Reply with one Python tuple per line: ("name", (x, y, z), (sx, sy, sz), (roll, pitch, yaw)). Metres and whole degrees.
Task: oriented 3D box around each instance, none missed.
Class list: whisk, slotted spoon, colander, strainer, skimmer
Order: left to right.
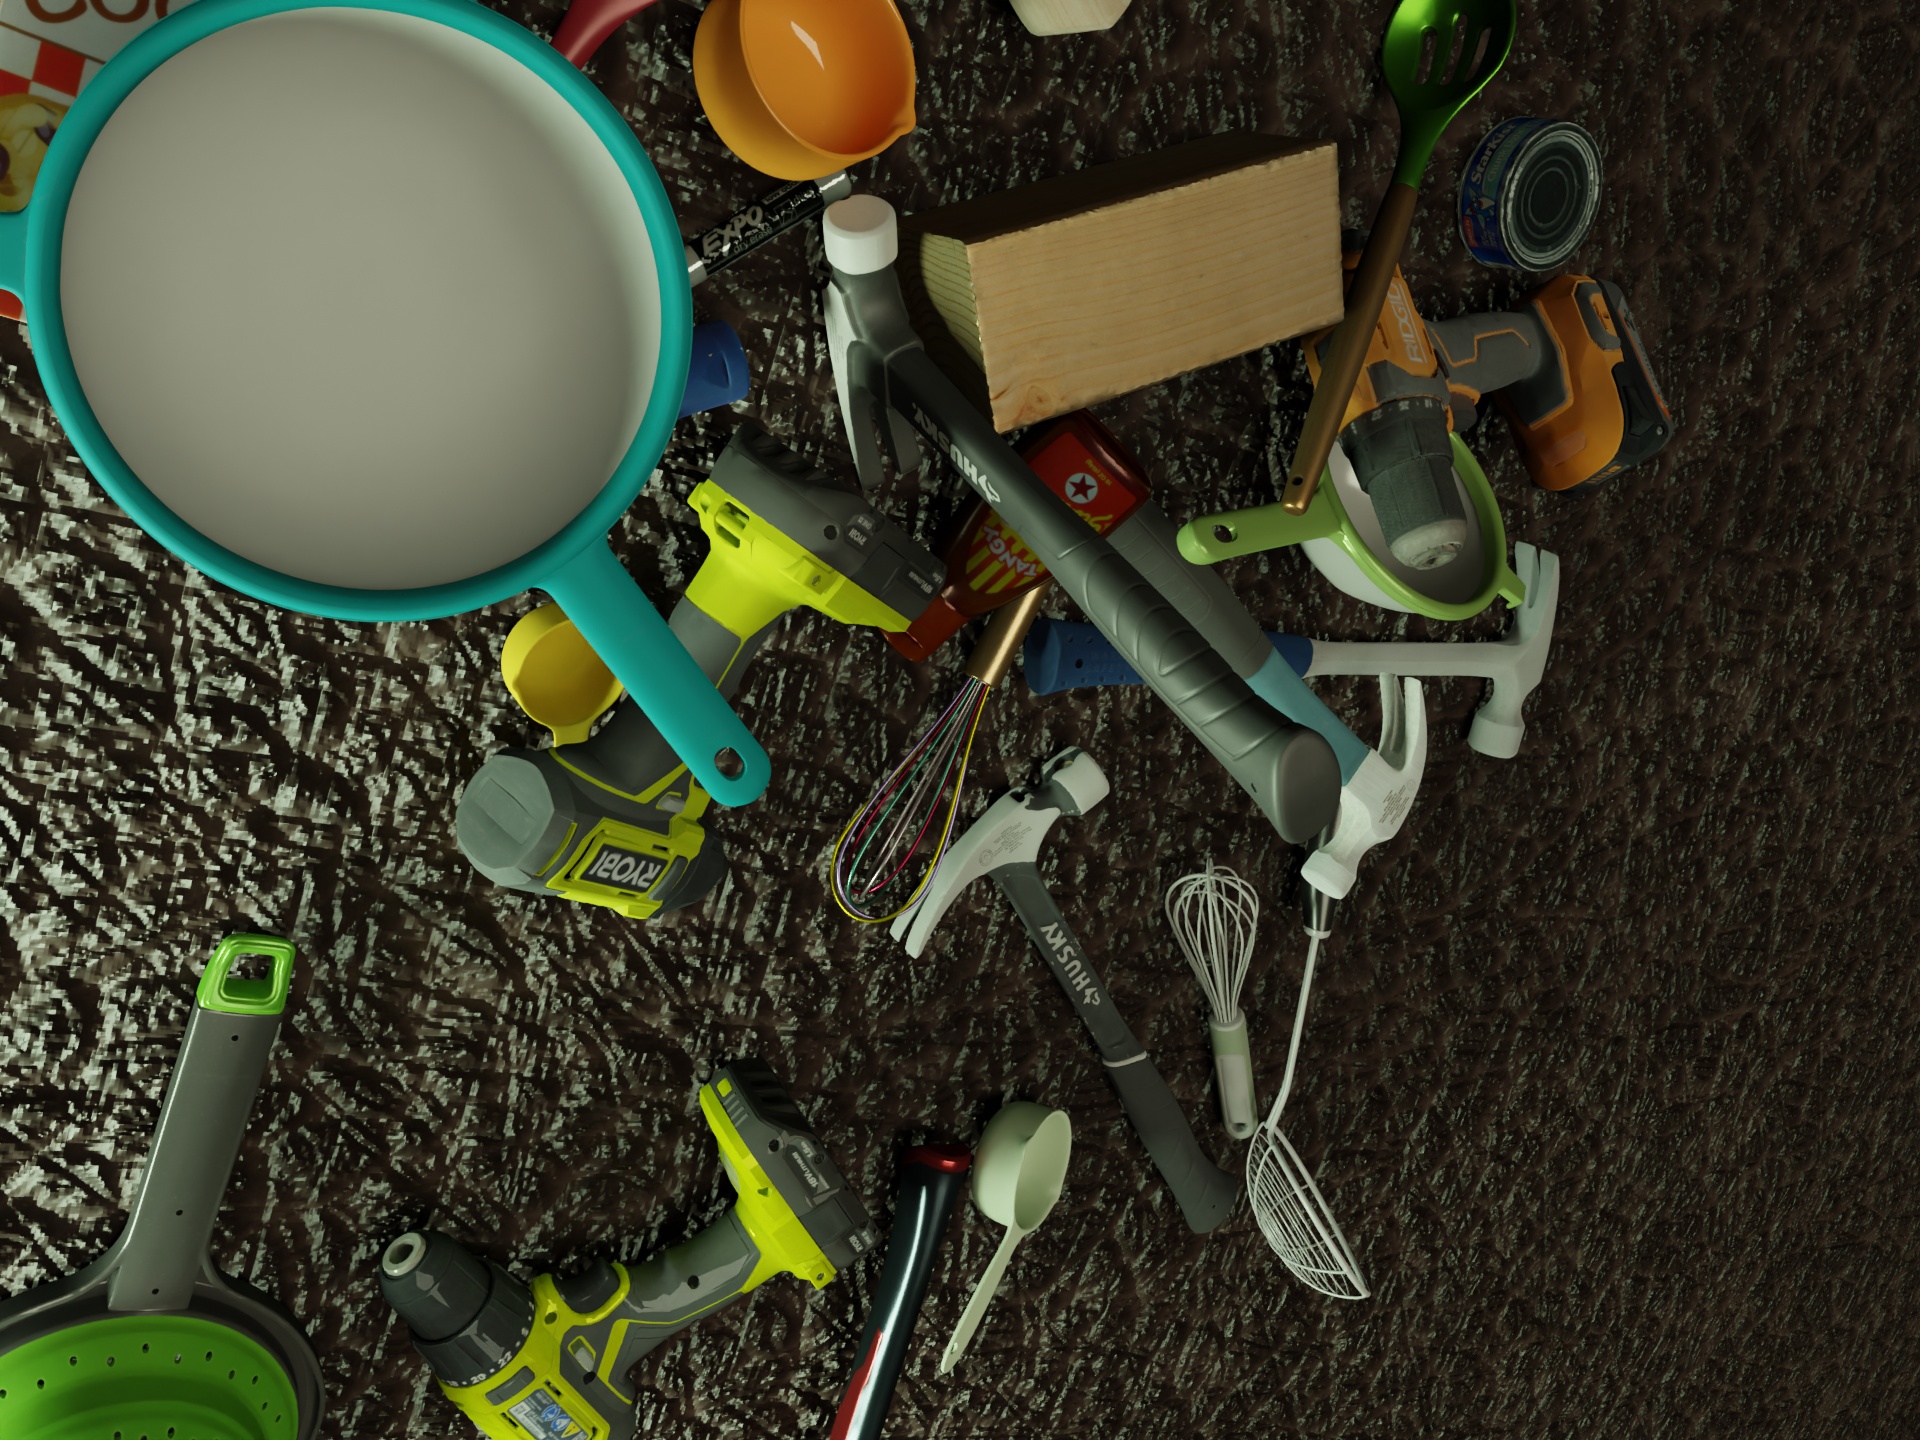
("colander", (-0.365, 0.289, 0.716), (0.204, 0.095, 0.397), (14, 103, -35))
("strainer", (-0.180, -0.103, 0.601), (0.211, 0.095, 0.340), (-39, 122, -9))
("whisk", (-0.003, -0.004, 0.848), (0.051, 0.047, 0.245), (26, 91, -49))
("whisk", (0.173, 0.189, 1.039), (0.058, 0.059, 0.246), (-5, 125, 12))
("strainer", (0.196, -0.104, 0.877), (0.256, 0.069, 0.151), (-15, 77, -38))
("skimmer", (0.254, 0.200, 1.052), (0.090, 0.127, 0.363), (8, 99, 1))
("slotted spoon", (0.217, -0.249, 0.815), (0.031, 0.070, 0.314), (34, 73, -55))

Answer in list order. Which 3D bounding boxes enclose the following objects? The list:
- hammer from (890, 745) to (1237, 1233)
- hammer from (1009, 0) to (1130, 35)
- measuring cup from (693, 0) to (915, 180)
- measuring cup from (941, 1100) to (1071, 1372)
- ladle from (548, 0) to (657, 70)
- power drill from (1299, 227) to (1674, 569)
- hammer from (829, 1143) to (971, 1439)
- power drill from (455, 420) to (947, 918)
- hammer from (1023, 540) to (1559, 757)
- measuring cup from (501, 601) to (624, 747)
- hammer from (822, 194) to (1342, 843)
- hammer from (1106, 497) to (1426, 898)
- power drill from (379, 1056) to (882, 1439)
("hammer", (0.093, 0.203, 1.002), (0.149, 0.036, 0.408), (-37, 126, -11))
("hammer", (-0.054, -0.442, 0.608), (0.146, 0.038, 0.410), (-51, 124, -4))
("measuring cup", (-0.056, -0.310, 0.680), (0.095, 0.052, 0.174), (32, 68, -35))
("measuring cup", (0.015, 0.307, 0.960), (0.168, 0.038, 0.083), (-60, 147, -26))
("ladle", (-0.178, -0.237, 0.641), (0.069, 0.031, 0.315), (34, 94, -14))
("power drill", (0.292, -0.171, 0.882), (0.226, 0.084, 0.185), (-2, 71, -32))
("hammer", (-0.056, 0.440, 0.960), (0.038, 0.143, 0.386), (11, 100, -35))
("power drill", (-0.111, -0.011, 0.738), (0.223, 0.080, 0.171), (-54, 154, 3))
("hammer", (0.217, -0.044, 0.968), (0.405, 0.035, 0.144), (-1, 111, -32))
("measuring cup", (-0.191, 0.013, 0.752), (0.062, 0.029, 0.156), (-14, 130, -37))
("hammer", (0.039, -0.075, 0.668), (0.035, 0.335, 0.146), (-28, 148, -19))
("hammer", (0.155, -0.040, 0.886), (0.330, 0.033, 0.128), (43, 79, -28))
("power drill", (-0.174, 0.287, 0.848), (0.228, 0.080, 0.190), (-34, 125, -12))
